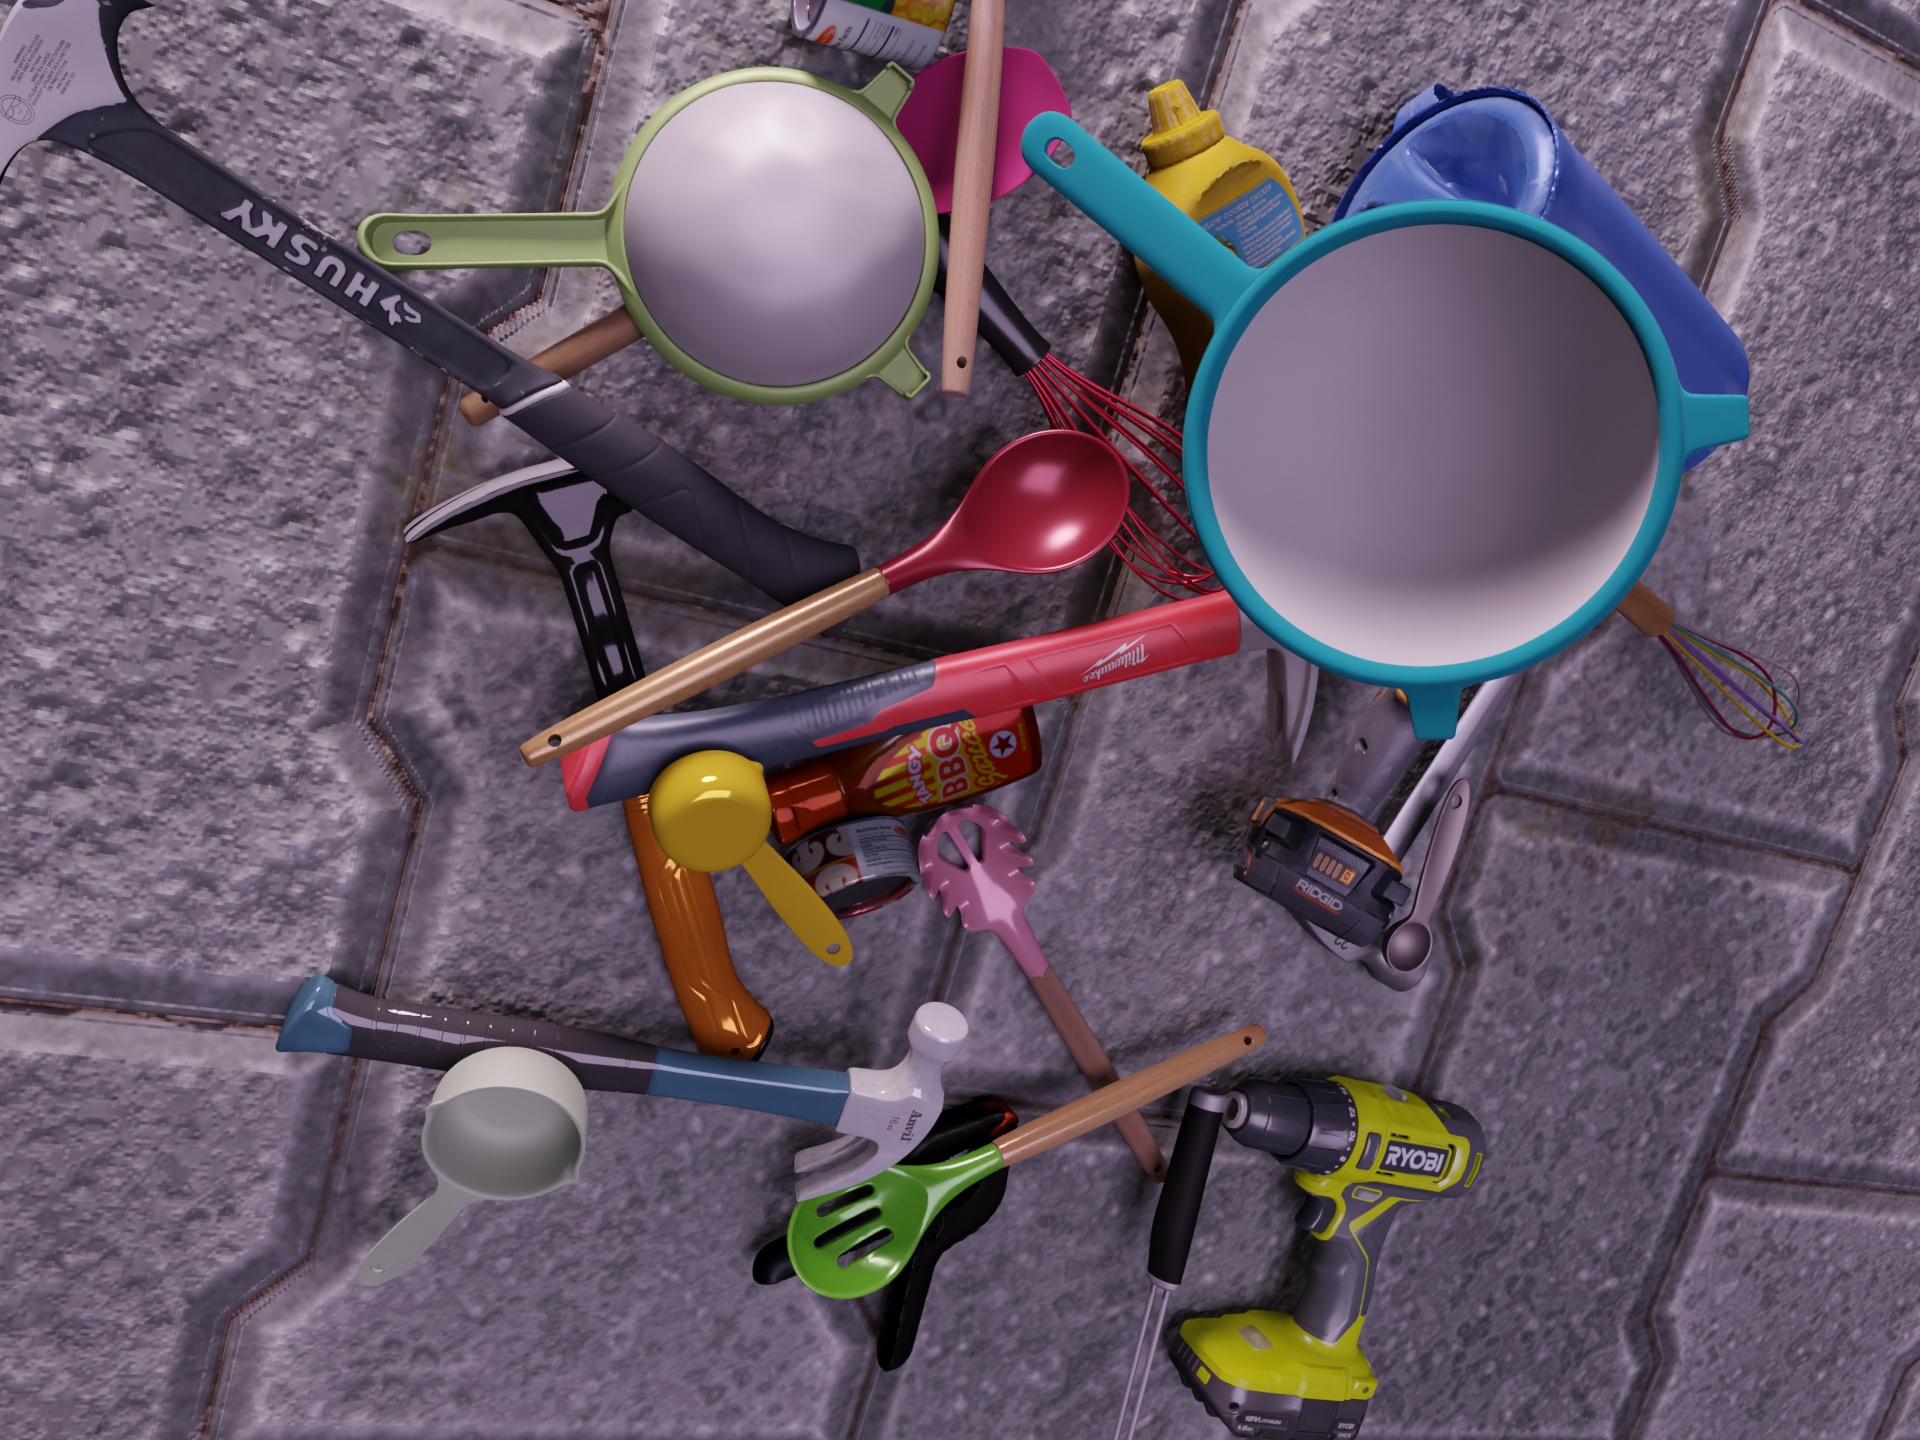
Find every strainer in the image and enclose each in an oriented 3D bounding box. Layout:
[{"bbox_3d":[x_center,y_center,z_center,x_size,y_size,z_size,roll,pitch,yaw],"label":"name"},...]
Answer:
[{"bbox_3d":[0.169,-0.168,0.740,0.340,0.095,0.211,43,114,10],"label":"strainer"},{"bbox_3d":[-0.132,-0.215,0.690,0.256,0.069,0.151,-4,95,-9],"label":"strainer"}]

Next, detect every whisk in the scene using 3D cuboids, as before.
[{"bbox_3d":[0.050,-0.170,0.810,0.073,0.073,0.295,-46,110,-3],"label":"whisk"},{"bbox_3d":[0.439,-0.051,0.974,0.244,0.051,0.047,32,71,-23],"label":"whisk"}]

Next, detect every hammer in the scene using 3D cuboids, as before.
[{"bbox_3d":[-0.001,-0.003,0.793,0.386,0.038,0.143,-14,122,-12],"label":"hammer"},{"bbox_3d":[0.330,-0.031,0.973,0.144,0.035,0.405,31,93,-27],"label":"hammer"},{"bbox_3d":[-0.170,0.174,0.807,0.331,0.033,0.128,13,119,-15],"label":"hammer"},{"bbox_3d":[-0.201,-0.144,0.674,0.408,0.036,0.149,32,101,-33],"label":"hammer"},{"bbox_3d":[-0.163,0.036,0.796,0.127,0.034,0.336,-20,112,-16],"label":"hammer"}]

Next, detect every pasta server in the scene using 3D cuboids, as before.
[{"bbox_3d":[0.058,0.167,0.922,0.060,0.040,0.316,-32,117,-4],"label":"pasta server"}]

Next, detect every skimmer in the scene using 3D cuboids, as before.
[{"bbox_3d":[0.127,0.403,0.996,0.090,0.127,0.363,10,94,-50],"label":"skimmer"}]

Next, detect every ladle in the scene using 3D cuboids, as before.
[{"bbox_3d":[-0.058,-0.053,0.745,0.315,0.031,0.069,-28,84,-16],"label":"ladle"}]

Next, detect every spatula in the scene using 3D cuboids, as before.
[{"bbox_3d":[0.013,-0.307,0.735,0.059,0.018,0.316,6,89,-20],"label":"spatula"}]

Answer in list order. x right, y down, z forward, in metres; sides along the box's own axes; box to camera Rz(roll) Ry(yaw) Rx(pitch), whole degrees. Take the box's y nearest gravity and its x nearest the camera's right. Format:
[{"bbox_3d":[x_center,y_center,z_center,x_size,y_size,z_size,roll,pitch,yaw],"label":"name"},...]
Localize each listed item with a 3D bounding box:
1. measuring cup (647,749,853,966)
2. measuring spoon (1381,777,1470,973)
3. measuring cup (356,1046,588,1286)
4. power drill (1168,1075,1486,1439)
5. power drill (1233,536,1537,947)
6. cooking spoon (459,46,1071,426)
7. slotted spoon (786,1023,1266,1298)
[{"bbox_3d":[-0.092,0.078,0.767,0.062,0.029,0.156,-33,124,3],"label":"measuring cup"},{"bbox_3d":[0.283,0.093,0.967,0.034,0.018,0.124,17,92,-26],"label":"measuring spoon"},{"bbox_3d":[-0.248,0.222,0.785,0.083,0.038,0.167,35,114,-24],"label":"measuring cup"},{"bbox_3d":[0.221,0.337,1.020,0.190,0.080,0.228,16,96,-26],"label":"power drill"},{"bbox_3d":[0.236,0.005,0.849,0.084,0.185,0.226,30,89,6],"label":"power drill"},{"bbox_3d":[-0.091,-0.221,0.740,0.319,0.017,0.068,-31,95,-5],"label":"cooking spoon"},{"bbox_3d":[0.044,0.240,0.911,0.313,0.031,0.070,-20,84,-20],"label":"slotted spoon"}]
